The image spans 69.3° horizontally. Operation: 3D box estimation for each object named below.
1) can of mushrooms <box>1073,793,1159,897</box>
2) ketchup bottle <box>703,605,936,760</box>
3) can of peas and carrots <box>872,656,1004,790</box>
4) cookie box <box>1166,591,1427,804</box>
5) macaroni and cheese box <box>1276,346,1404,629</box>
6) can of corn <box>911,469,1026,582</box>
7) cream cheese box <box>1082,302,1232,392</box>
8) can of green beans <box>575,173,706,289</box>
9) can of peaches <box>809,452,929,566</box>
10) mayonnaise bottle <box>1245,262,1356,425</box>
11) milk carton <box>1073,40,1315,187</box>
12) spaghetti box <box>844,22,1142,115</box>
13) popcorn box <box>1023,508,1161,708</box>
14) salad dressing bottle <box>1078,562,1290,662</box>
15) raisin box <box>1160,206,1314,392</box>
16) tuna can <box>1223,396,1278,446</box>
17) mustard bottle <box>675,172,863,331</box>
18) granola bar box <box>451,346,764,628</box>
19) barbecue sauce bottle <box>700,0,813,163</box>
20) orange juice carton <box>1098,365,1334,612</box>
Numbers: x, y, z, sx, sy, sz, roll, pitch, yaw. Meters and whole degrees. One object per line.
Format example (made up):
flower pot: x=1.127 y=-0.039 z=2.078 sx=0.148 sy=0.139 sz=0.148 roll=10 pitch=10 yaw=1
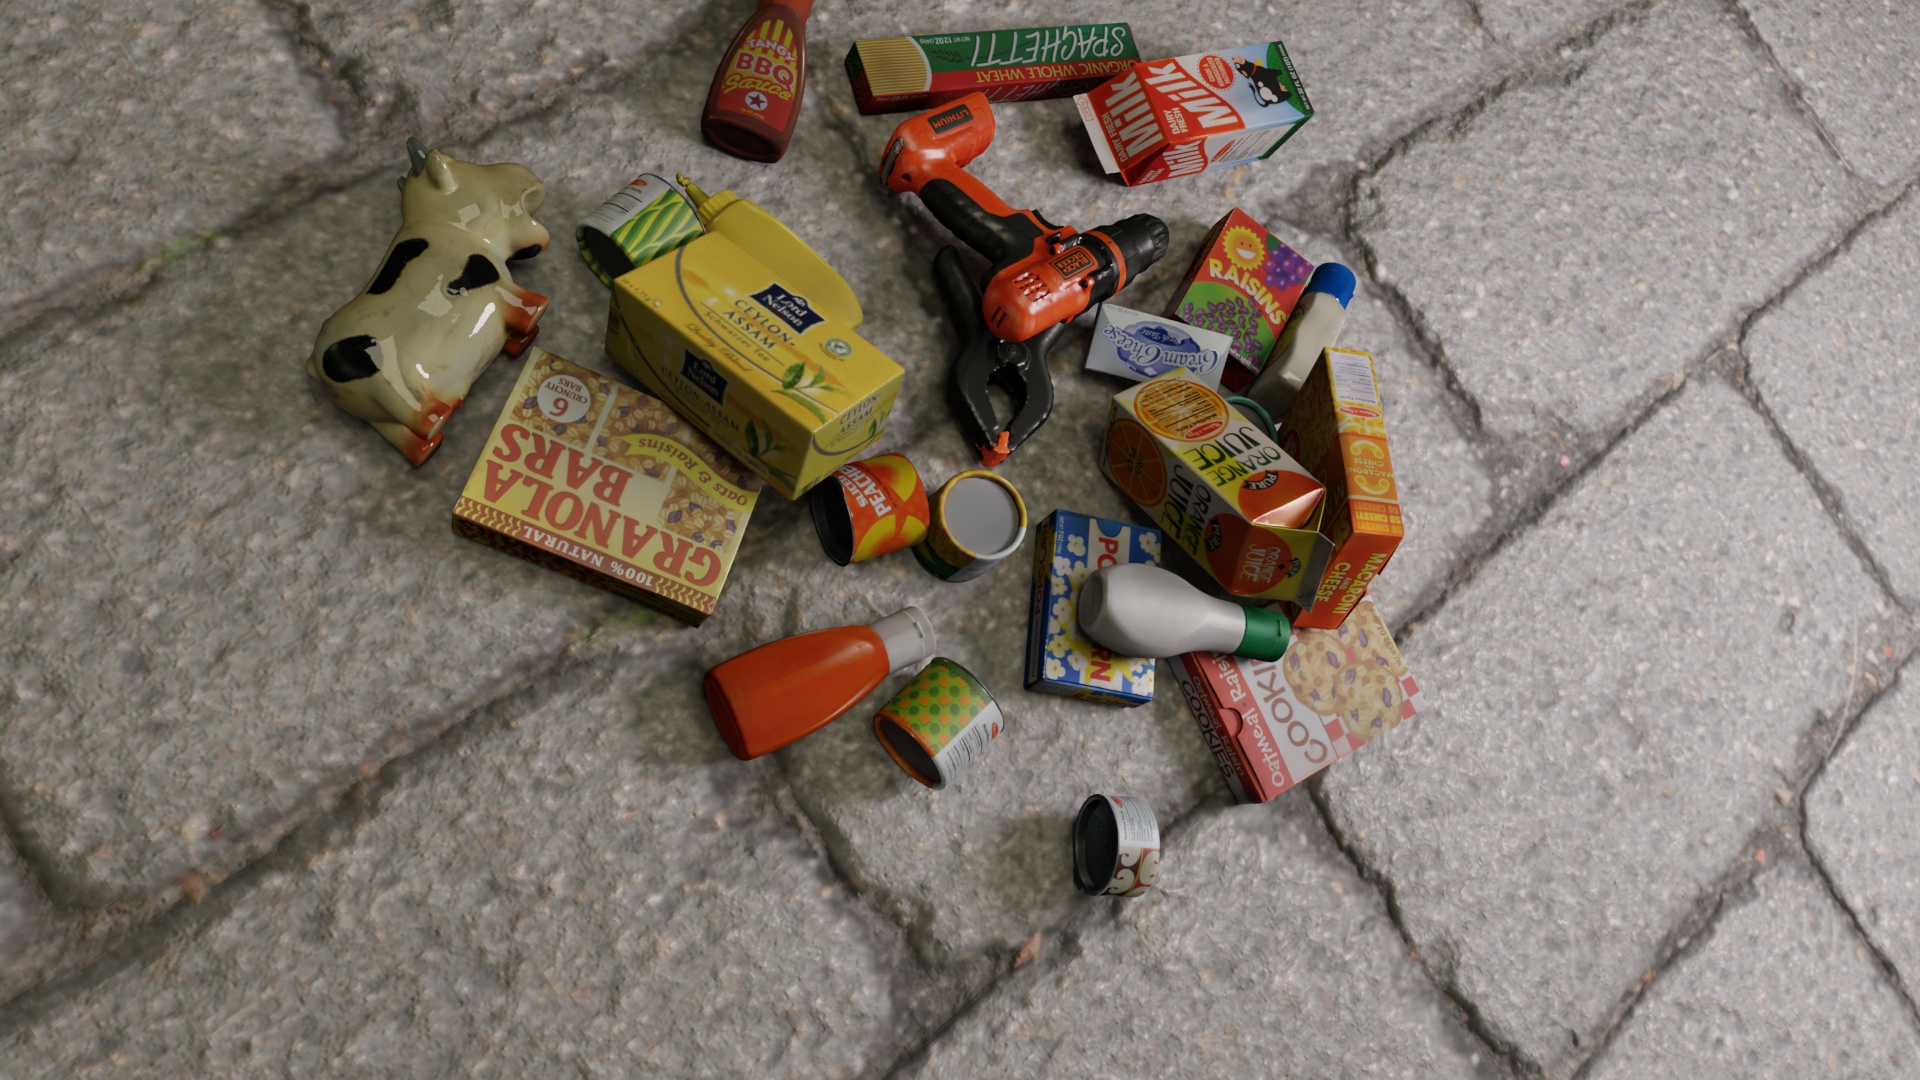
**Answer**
can of mushrooms: x=0.102 y=0.204 z=0.923 sx=0.033 sy=0.071 sz=0.071 roll=8 pitch=71 yaw=-21
ketchup bottle: x=-0.087 y=0.085 z=0.896 sx=0.149 sy=0.043 sz=0.065 roll=-22 pitch=84 yaw=-26
can of peas and carrots: x=-0.016 y=0.118 z=0.903 sx=0.059 sy=0.070 sz=0.071 roll=-42 pitch=92 yaw=-26
cookie box: x=0.249 y=0.104 z=1.026 sx=0.168 sy=0.040 sz=0.123 roll=-23 pitch=83 yaw=-26
macaroni and cheese box: x=0.269 y=-0.037 z=1.007 sx=0.040 sy=0.123 sz=0.167 roll=6 pitch=54 yaw=-6
can of corn: x=0.003 y=-0.012 z=0.954 sx=0.071 sy=0.058 sz=0.071 roll=7 pitch=71 yaw=-20
cream cheese box: x=0.148 y=-0.142 z=1.051 sx=0.104 sy=0.024 sz=0.053 roll=14 pitch=96 yaw=-4
can of green beans: x=-0.212 y=-0.200 z=0.924 sx=0.071 sy=0.071 sz=0.058 roll=45 pitch=64 yaw=-4
can of peaches: x=-0.060 y=-0.023 z=0.926 sx=0.058 sy=0.071 sz=0.071 roll=-15 pitch=80 yaw=-26
mayonnaise bottle: x=0.276 y=-0.161 z=1.111 sx=0.041 sy=0.064 sz=0.149 roll=34 pitch=60 yaw=-5
milk carton: x=0.182 y=-0.342 z=1.122 sx=0.191 sy=0.073 sz=0.072 roll=-18 pitch=81 yaw=-25
spaghetti box: x=0.032 y=-0.375 z=1.097 sx=0.251 sy=0.028 sz=0.050 roll=-13 pitch=80 yaw=-25
popcorn box: x=0.094 y=0.049 z=0.983 sx=0.085 sy=0.038 sz=0.127 roll=12 pitch=70 yaw=-17
salad dressing bottle: x=0.156 y=0.055 z=0.959 sx=0.148 sy=0.043 sz=0.064 roll=12 pitch=64 yaw=-19
raisin box: x=0.219 y=-0.193 z=1.109 sx=0.086 sy=0.040 sz=0.124 roll=34 pitch=66 yaw=-8
tuna can: x=0.208 y=-0.078 z=1.071 sx=0.071 sy=0.032 sz=0.071 roll=6 pitch=72 yaw=-20
mustard bottle: x=-0.140 y=-0.194 z=0.960 sx=0.160 sy=0.048 sz=0.065 roll=48 pitch=61 yaw=-1
granola bar box: x=-0.218 y=-0.033 z=0.883 sx=0.165 sy=0.039 sz=0.124 roll=23 pitch=66 yaw=-14
barbecue sauce bottle: x=-0.140 y=-0.350 z=1.012 sx=0.065 sy=0.043 sz=0.149 roll=18 pitch=67 yaw=-14
orange juice carton: x=0.187 y=-0.033 z=0.980 sx=0.073 sy=0.071 sz=0.193 roll=-24 pitch=53 yaw=-26
